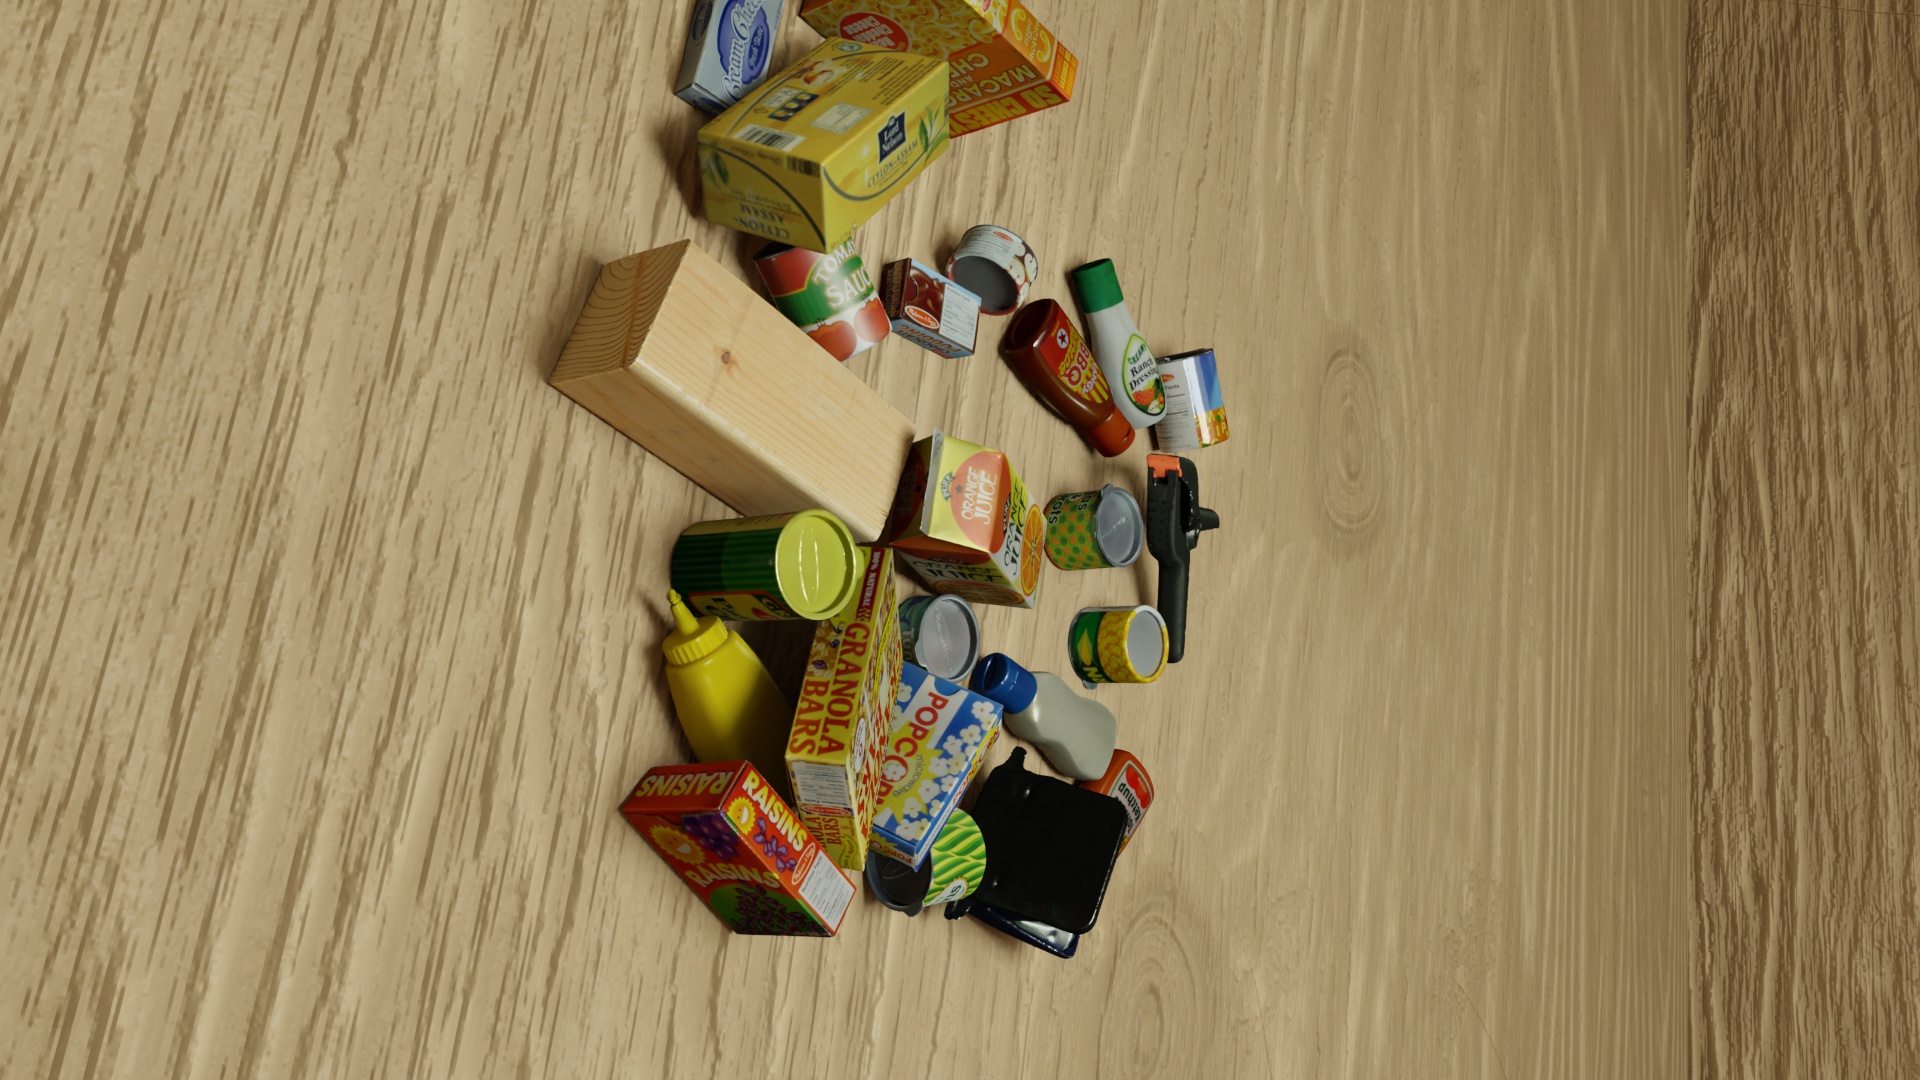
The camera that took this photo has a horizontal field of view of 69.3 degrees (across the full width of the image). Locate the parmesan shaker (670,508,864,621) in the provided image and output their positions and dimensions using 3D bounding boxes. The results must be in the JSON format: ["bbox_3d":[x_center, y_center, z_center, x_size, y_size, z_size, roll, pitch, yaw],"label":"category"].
[{"bbox_3d":[-0.120,0.017,0.859,0.071,0.103,0.071,6,82,-47],"label":"parmesan shaker"}]

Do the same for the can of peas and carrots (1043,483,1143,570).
[{"bbox_3d":[0.109,-0.011,1.151,0.071,0.058,0.071,7,80,-48],"label":"can of peas and carrots"}]

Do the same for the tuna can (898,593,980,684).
[{"bbox_3d":[-0.020,0.073,1.017,0.071,0.033,0.071,7,81,-48],"label":"tuna can"}]

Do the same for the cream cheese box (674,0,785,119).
[{"bbox_3d":[-0.152,-0.329,0.919,0.053,0.024,0.104,26,67,-43],"label":"cream cheese box"}]

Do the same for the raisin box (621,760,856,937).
[{"bbox_3d":[-0.133,0.188,0.839,0.123,0.086,0.040,57,43,-28],"label":"raisin box"}]

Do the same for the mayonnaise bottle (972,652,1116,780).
[{"bbox_3d":[0.068,0.137,1.104,0.148,0.041,0.065,39,57,-38],"label":"mayonnaise bottle"}]

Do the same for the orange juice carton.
[{"bbox_3d":[0.003,-0.012,0.967,0.192,0.073,0.072,50,47,-67],"label":"orange juice carton"}]

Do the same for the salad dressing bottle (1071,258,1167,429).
[{"bbox_3d":[0.136,-0.171,1.211,0.064,0.044,0.147,-35,112,-38],"label":"salad dressing bottle"}]

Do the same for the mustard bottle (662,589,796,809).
[{"bbox_3d":[-0.146,0.097,0.862,0.066,0.048,0.159,-43,117,-46],"label":"mustard bottle"}]

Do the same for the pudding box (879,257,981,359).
[{"bbox_3d":[-0.023,-0.174,1.043,0.083,0.030,0.050,20,72,-45],"label":"pudding box"}]

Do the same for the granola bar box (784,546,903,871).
[{"bbox_3d":[-0.070,0.104,0.880,0.123,0.039,0.166,87,9,-48],"label":"granola bar box"}]

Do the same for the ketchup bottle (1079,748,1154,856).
[{"bbox_3d":[0.106,0.242,1.133,0.149,0.043,0.064,-51,122,-38],"label":"ketchup bottle"}]

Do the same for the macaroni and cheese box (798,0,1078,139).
[{"bbox_3d":[-0.013,-0.364,1.004,0.166,0.123,0.040,27,68,-44],"label":"macaroni and cheese box"}]

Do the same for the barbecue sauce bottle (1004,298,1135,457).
[{"bbox_3d":[0.095,-0.130,1.160,0.148,0.043,0.065,48,52,-34],"label":"barbecue sauce bottle"}]

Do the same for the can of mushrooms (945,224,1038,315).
[{"bbox_3d":[0.024,-0.206,1.074,0.071,0.071,0.033,51,52,-32],"label":"can of mushrooms"}]

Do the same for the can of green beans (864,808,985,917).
[{"bbox_3d":[-0.025,0.222,0.972,0.058,0.071,0.071,6,82,-48],"label":"can of green beans"}]

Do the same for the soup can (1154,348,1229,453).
[{"bbox_3d":[0.208,-0.128,1.269,0.071,0.071,0.083,-24,104,-47],"label":"soup can"}]

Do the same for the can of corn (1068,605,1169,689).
[{"bbox_3d":[0.134,0.090,1.169,0.071,0.058,0.071,7,81,-48],"label":"can of corn"}]

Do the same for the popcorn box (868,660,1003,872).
[{"bbox_3d":[-0.037,0.152,0.948,0.127,0.085,0.038,-55,158,-36],"label":"popcorn box"}]

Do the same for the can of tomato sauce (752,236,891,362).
[{"bbox_3d":[-0.091,-0.167,0.936,0.071,0.071,0.083,-45,119,-41],"label":"can of tomato sauce"}]
